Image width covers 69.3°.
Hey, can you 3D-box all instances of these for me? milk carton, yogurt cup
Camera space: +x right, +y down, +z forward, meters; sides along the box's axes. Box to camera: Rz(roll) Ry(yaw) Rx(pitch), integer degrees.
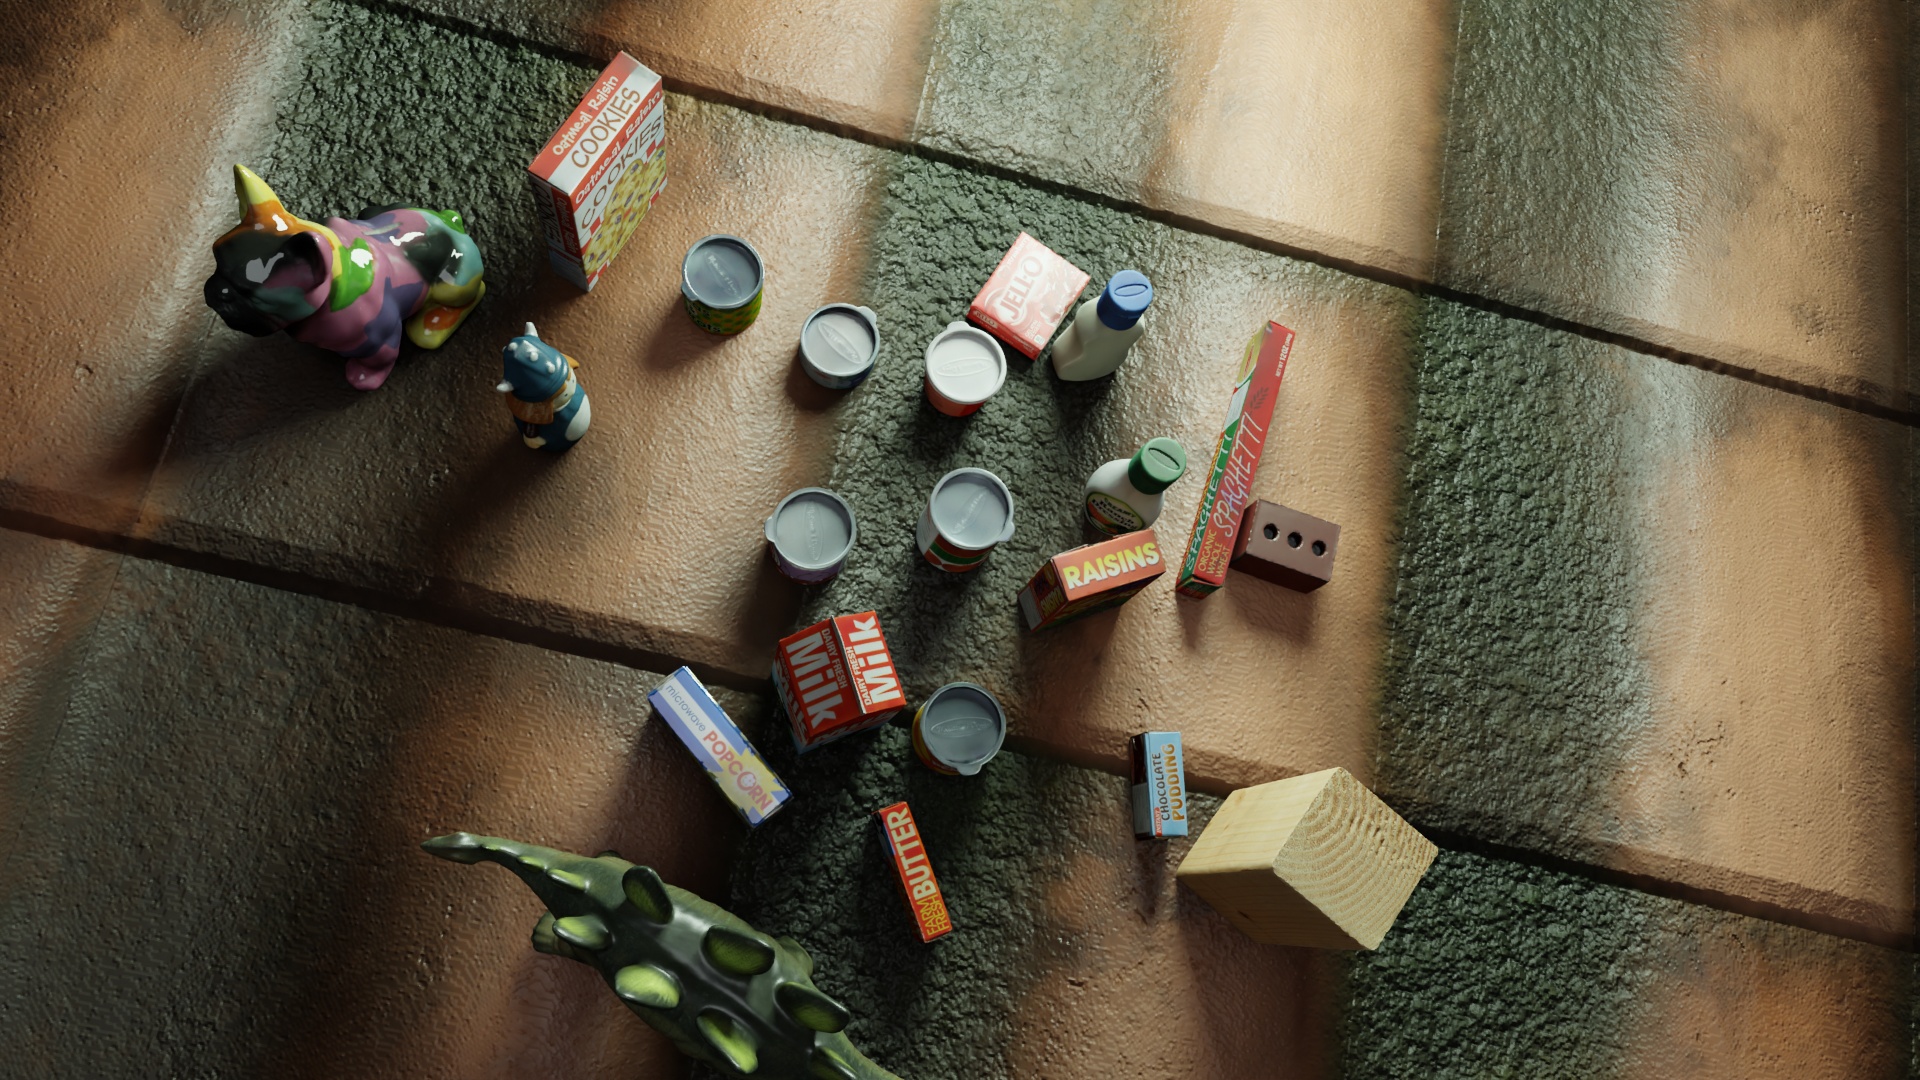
[{"bbox_3d":[-0.090,0.104,1.010,0.073,0.190,0.072,-17,79,-14],"label":"milk carton"},{"bbox_3d":[0.000,-0.138,1.165,0.072,0.053,0.072,3,75,-9],"label":"yogurt cup"}]

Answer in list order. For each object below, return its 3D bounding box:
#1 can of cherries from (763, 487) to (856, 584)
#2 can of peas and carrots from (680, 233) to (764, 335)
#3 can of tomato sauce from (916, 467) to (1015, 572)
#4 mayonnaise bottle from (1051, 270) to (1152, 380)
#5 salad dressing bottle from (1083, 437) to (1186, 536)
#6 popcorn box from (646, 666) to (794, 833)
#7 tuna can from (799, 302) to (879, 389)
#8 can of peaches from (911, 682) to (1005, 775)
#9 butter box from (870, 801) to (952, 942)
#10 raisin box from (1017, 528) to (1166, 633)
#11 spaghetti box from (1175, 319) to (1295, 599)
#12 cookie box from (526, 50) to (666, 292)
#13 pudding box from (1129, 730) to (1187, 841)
[{"bbox_3d":[-0.121,-0.003,1.103,0.071,0.058,0.071,3,75,-9],"label":"can of cherries"},{"bbox_3d":[-0.198,-0.209,1.146,0.071,0.058,0.071,3,75,-9],"label":"can of peas and carrots"},{"bbox_3d":[0.004,-0.014,1.116,0.071,0.083,0.071,3,75,-9],"label":"can of tomato sauce"},{"bbox_3d":[0.120,-0.176,1.147,0.065,0.147,0.041,-12,78,-13],"label":"mayonnaise bottle"},{"bbox_3d":[0.141,-0.044,1.115,0.064,0.147,0.044,34,72,0],"label":"salad dressing bottle"},{"bbox_3d":[-0.179,0.157,1.035,0.038,0.085,0.127,-39,85,-17],"label":"popcorn box"},{"bbox_3d":[-0.100,-0.164,1.165,0.071,0.032,0.071,3,75,-9],"label":"tuna can"},{"bbox_3d":[-0.002,0.150,1.083,0.071,0.058,0.071,3,75,-9],"label":"can of peaches"},{"bbox_3d":[-0.038,0.251,1.051,0.024,0.053,0.103,-18,79,-14],"label":"butter box"},{"bbox_3d":[0.102,0.033,1.100,0.086,0.123,0.040,-16,79,-14],"label":"raisin box"},{"bbox_3d":[0.235,-0.069,1.190,0.029,0.050,0.251,21,72,-4],"label":"spaghetti box"},{"bbox_3d":[-0.283,-0.287,1.095,0.040,0.167,0.123,30,72,-1],"label":"cookie box"},{"bbox_3d":[0.156,0.195,1.103,0.030,0.049,0.084,0,75,-10],"label":"pudding box"}]
